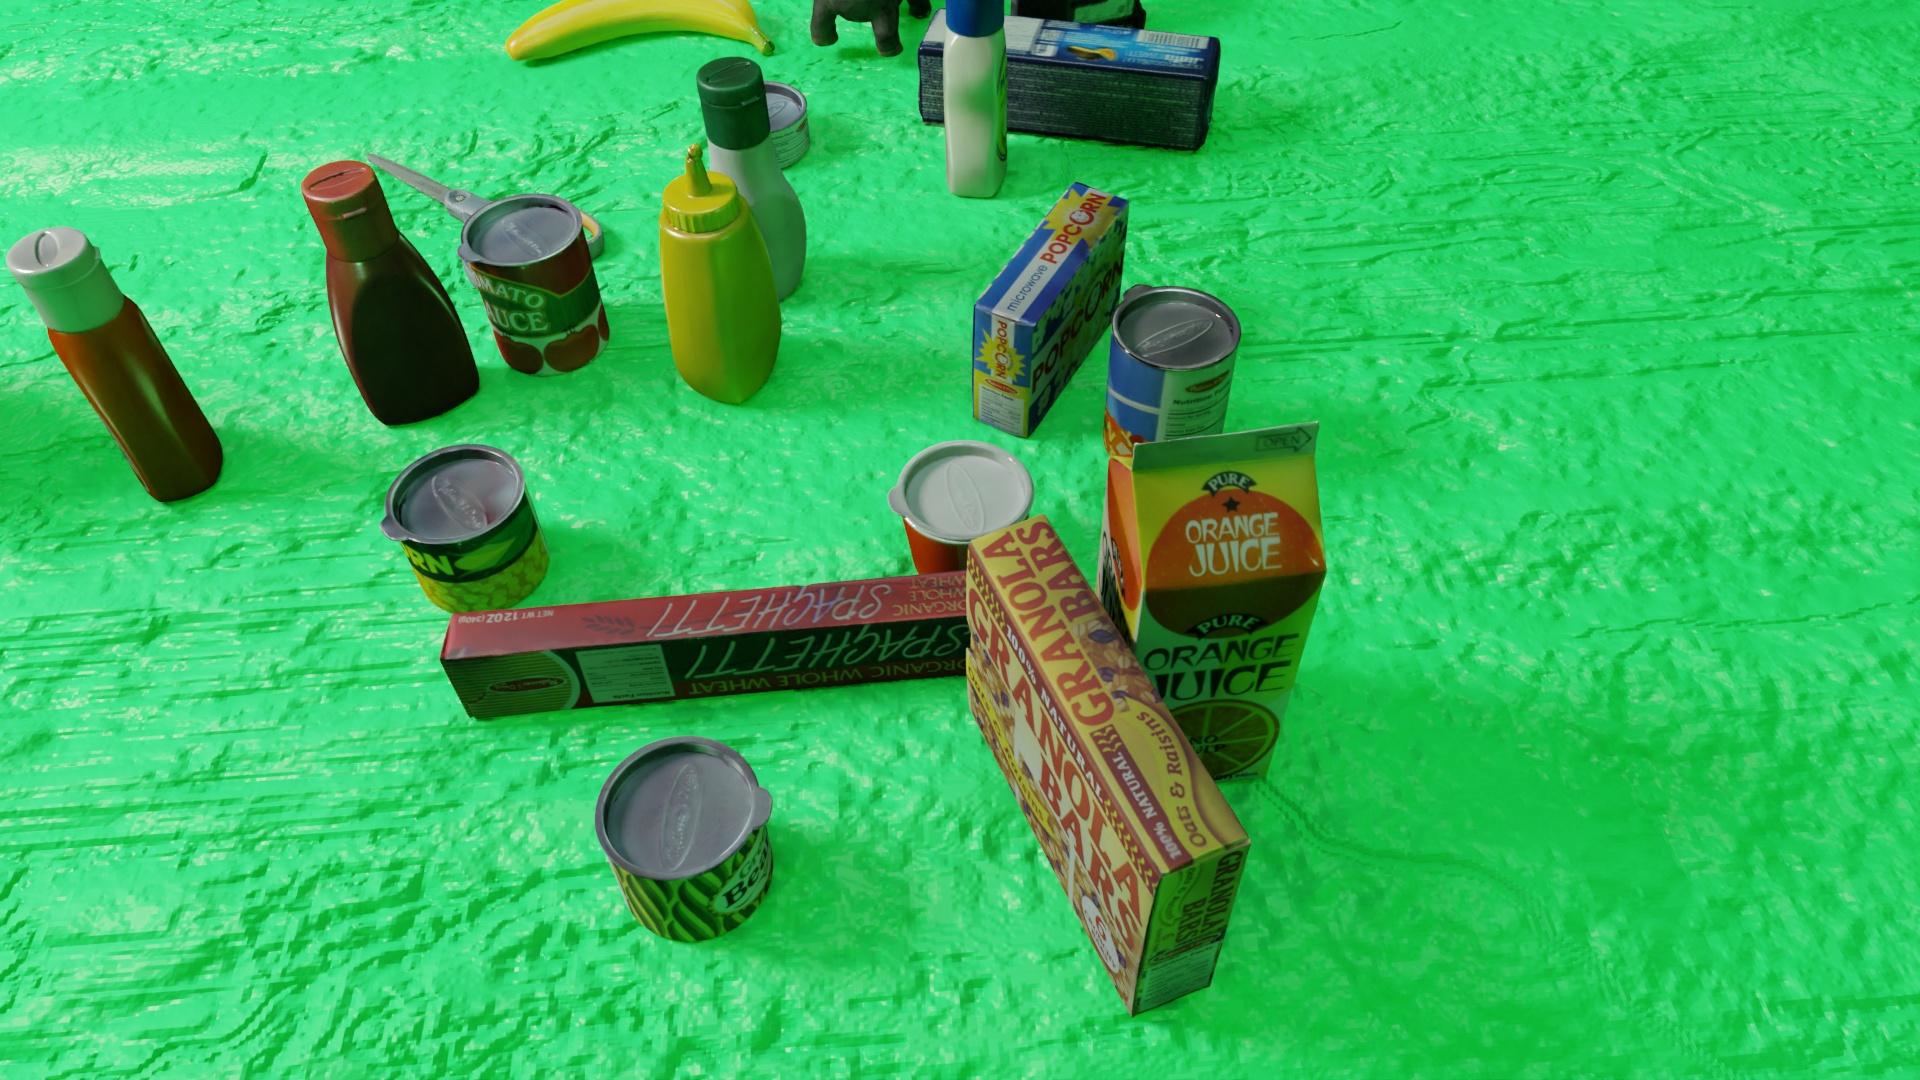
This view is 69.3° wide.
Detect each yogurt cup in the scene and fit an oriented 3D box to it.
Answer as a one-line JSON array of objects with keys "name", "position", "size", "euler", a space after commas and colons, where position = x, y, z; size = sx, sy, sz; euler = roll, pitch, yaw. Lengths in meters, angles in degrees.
[{"name": "yogurt cup", "position": [0.002, -0.009, 0.697], "size": [0.072, 0.053, 0.073], "euler": [0, 49, 0]}]

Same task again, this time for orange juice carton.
[{"name": "orange juice carton", "position": [0.098, 0.023, 0.577], "size": [0.072, 0.191, 0.073], "euler": [-5, 49, -4]}]

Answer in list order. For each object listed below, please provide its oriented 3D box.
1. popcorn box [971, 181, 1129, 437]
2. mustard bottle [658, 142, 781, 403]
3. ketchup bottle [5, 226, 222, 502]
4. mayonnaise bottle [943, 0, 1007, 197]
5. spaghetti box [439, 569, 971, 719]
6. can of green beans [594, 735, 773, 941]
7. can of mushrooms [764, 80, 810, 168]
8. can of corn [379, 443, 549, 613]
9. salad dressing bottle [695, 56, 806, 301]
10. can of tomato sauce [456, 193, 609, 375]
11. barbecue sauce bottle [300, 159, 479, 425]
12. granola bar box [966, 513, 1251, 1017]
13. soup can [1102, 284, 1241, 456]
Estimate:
[{"name": "popcorn box", "position": [0.051, -0.130, 0.782], "size": [0.038, 0.084, 0.127], "euler": [22, 53, 18]}, {"name": "mustard bottle", "position": [-0.133, -0.148, 0.750], "size": [0.049, 0.159, 0.066], "euler": [17, 51, 15]}, {"name": "ketchup bottle", "position": [-0.429, -0.090, 0.710], "size": [0.044, 0.148, 0.065], "euler": [-22, 52, -17]}, {"name": "mayonnaise bottle", "position": [0.010, -0.296, 0.885], "size": [0.041, 0.147, 0.065], "euler": [6, 49, 6]}, {"name": "spaghetti box", "position": [-0.109, 0.049, 0.650], "size": [0.250, 0.050, 0.029], "euler": [-5, 49, -4]}, {"name": "can of green beans", "position": [-0.113, 0.125, 0.579], "size": [0.071, 0.057, 0.071], "euler": [0, 49, 0]}, {"name": "can of mushrooms", "position": [-0.139, -0.285, 0.953], "size": [0.071, 0.033, 0.071], "euler": [0, 49, 0]}, {"name": "can of corn", "position": [-0.246, -0.003, 0.692], "size": [0.071, 0.058, 0.071], "euler": [0, 49, 0]}, {"name": "salad dressing bottle", "position": [-0.124, -0.207, 0.809], "size": [0.064, 0.146, 0.044], "euler": [-33, 56, -25]}, {"name": "can of tomato sauce", "position": [-0.244, -0.145, 0.800], "size": [0.071, 0.082, 0.071], "euler": [0, 49, 0]}, {"name": "barbecue sauce bottle", "position": [-0.308, -0.131, 0.745], "size": [0.065, 0.147, 0.044], "euler": [-26, 54, -20]}, {"name": "granola bar box", "position": [0.051, 0.090, 0.563], "size": [0.039, 0.123, 0.166], "euler": [-18, 51, -15]}, {"name": "soup can", "position": [0.110, -0.085, 0.742], "size": [0.071, 0.083, 0.072], "euler": [0, 49, 0]}]
